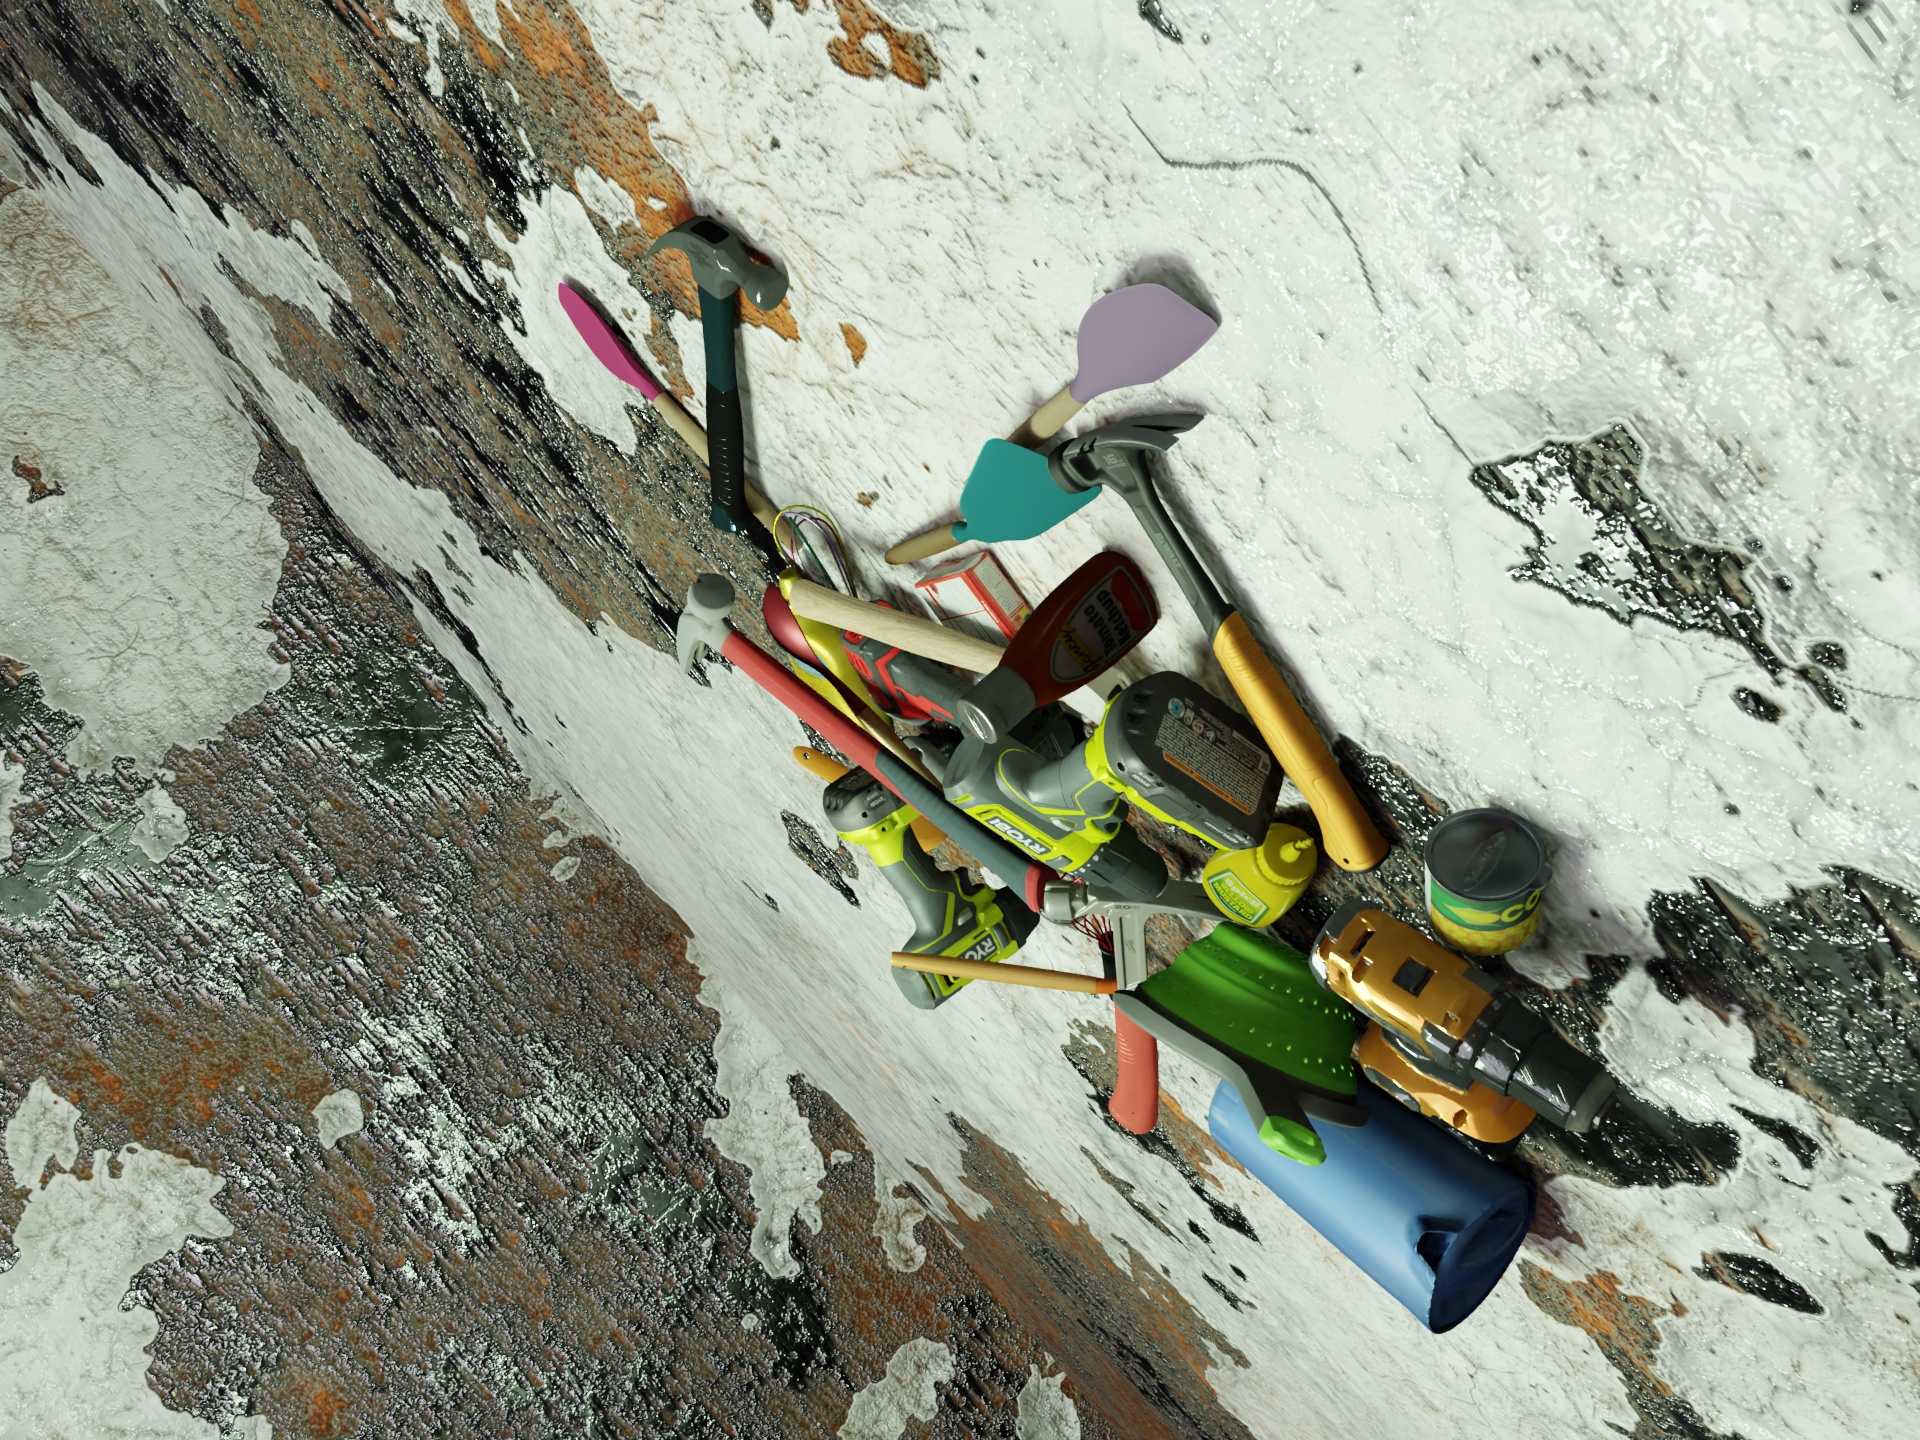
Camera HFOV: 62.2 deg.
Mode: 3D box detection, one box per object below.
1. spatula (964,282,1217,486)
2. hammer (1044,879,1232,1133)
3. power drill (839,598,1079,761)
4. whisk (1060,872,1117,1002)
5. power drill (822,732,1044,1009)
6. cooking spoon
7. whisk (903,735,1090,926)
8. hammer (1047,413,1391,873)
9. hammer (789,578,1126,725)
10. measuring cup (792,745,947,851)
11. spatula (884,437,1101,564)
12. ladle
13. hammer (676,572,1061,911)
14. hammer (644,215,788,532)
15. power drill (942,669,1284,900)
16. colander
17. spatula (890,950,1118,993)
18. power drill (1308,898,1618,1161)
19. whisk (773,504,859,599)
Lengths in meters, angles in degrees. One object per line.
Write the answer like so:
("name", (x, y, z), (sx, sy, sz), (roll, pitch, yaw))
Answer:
("spatula", (0.060, -0.191, 0.962), (0.059, 0.018, 0.316), (30, 162, -12))
("hammer", (0.160, 0.253, 1.366), (0.149, 0.037, 0.358), (2, 138, 11))
("power drill", (-0.002, -0.004, 1.312), (0.220, 0.078, 0.143), (35, 163, 37))
("whisk", (0.132, 0.190, 1.414), (0.073, 0.073, 0.295), (36, 161, 27))
("power drill", (-0.018, 0.131, 1.471), (0.080, 0.171, 0.223), (6, 125, 61))
("cooking spoon", (-0.251, -0.268, 1.414), (0.319, 0.017, 0.068), (48, 159, 3))
("whisk", (0.032, 0.099, 1.420), (0.239, 0.055, 0.055), (45, 159, -13))
("hammer", (0.179, -0.039, 0.979), (0.336, 0.034, 0.127), (55, 158, -17))
("hammer", (-0.010, -0.058, 1.205), (0.331, 0.031, 0.129), (20, 155, 38))
("measuring cup", (-0.078, 0.065, 1.508), (0.173, 0.095, 0.052), (30, 165, -27))
("spatula", (-0.002, -0.142, 1.139), (0.082, 0.044, 0.317), (22, 173, -17))
("ladle", (-0.066, 0.010, 1.356), (0.315, 0.031, 0.069), (48, 173, -9))
("hammer", (-0.081, 0.032, 1.335), (0.386, 0.038, 0.143), (39, 153, 4))
("hammer", (-0.189, -0.261, 1.269), (0.128, 0.033, 0.330), (41, 153, 18))
("power drill", (0.117, 0.058, 1.118), (0.190, 0.080, 0.228), (33, 151, -19))
("colander", (0.219, 0.212, 1.100), (0.204, 0.094, 0.397), (25, -178, 3))
("spatula", (0.096, 0.241, 1.416), (0.322, 0.041, 0.081), (8, 148, -1))
("power drill", (0.321, 0.208, 0.991), (0.185, 0.084, 0.226), (33, 170, 33))
("whisk", (-0.089, -0.090, 1.386), (0.051, 0.047, 0.244), (38, 163, 54))
